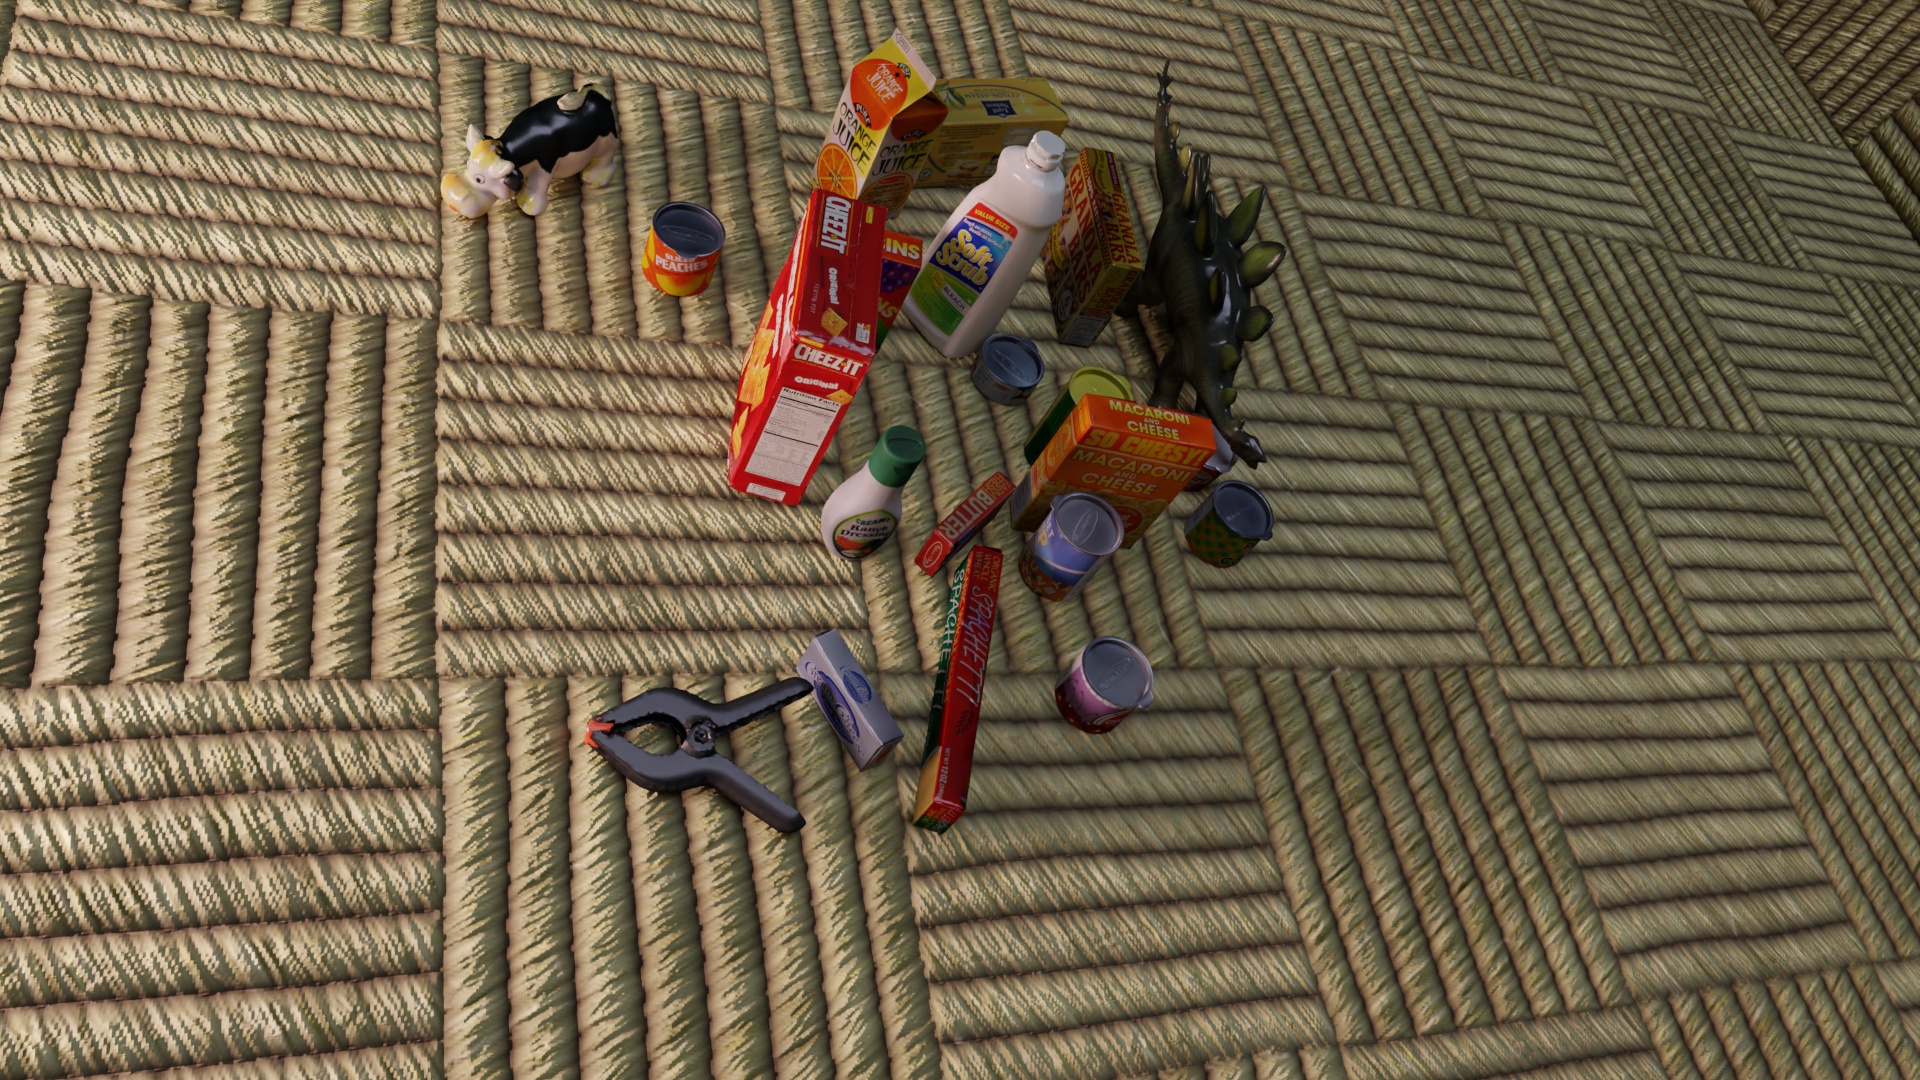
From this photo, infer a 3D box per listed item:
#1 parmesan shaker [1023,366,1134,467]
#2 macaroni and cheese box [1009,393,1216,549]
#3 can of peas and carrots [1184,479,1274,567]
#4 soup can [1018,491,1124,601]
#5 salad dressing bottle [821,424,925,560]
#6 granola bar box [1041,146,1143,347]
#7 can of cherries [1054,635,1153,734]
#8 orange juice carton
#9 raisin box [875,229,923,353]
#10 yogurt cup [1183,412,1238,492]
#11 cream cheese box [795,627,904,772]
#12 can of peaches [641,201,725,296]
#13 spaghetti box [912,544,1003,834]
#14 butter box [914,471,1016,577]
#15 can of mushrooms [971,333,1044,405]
[{"bbox_3d":[0.112,-0.107,1.300,0.071,0.102,0.071,12,54,-17],"label":"parmesan shaker"},{"bbox_3d":[0.132,-0.059,1.236,0.124,0.165,0.040,9,55,-20],"label":"macaroni and cheese box"},{"bbox_3d":[0.259,-0.014,1.334,0.071,0.058,0.071,12,54,-17],"label":"can of peas and carrots"},{"bbox_3d":[0.094,0.004,1.228,0.071,0.083,0.072,12,54,-17],"label":"soup can"},{"bbox_3d":[-0.071,-0.038,1.139,0.064,0.147,0.044,2,58,-24],"label":"salad dressing bottle"},{"bbox_3d":[0.131,-0.301,1.429,0.039,0.123,0.166,6,56,-22],"label":"granola bar box"},{"bbox_3d":[0.122,0.125,1.175,0.071,0.058,0.072,12,54,-17],"label":"can of cherries"},{"bbox_3d":[-0.075,-0.401,1.356,0.073,0.191,0.072,-21,69,-35],"label":"orange juice carton"},{"bbox_3d":[-0.095,-0.234,1.277,0.086,0.122,0.040,13,54,-17],"label":"raisin box"},{"bbox_3d":[0.234,-0.085,1.374,0.072,0.053,0.073,12,54,-17],"label":"yogurt cup"},{"bbox_3d":[-0.087,0.125,1.080,0.024,0.053,0.104,-22,69,-35],"label":"cream cheese box"},{"bbox_3d":[-0.253,-0.263,1.265,0.071,0.057,0.071,12,54,-17],"label":"can of peaches"},{"bbox_3d":[0.000,0.114,1.131,0.029,0.050,0.251,19,52,-12],"label":"spaghetti box"},{"bbox_3d":[0.004,-0.015,1.219,0.024,0.052,0.104,42,51,6],"label":"butter box"},{"bbox_3d":[0.047,-0.167,1.356,0.071,0.033,0.071,12,54,-17],"label":"can of mushrooms"}]
